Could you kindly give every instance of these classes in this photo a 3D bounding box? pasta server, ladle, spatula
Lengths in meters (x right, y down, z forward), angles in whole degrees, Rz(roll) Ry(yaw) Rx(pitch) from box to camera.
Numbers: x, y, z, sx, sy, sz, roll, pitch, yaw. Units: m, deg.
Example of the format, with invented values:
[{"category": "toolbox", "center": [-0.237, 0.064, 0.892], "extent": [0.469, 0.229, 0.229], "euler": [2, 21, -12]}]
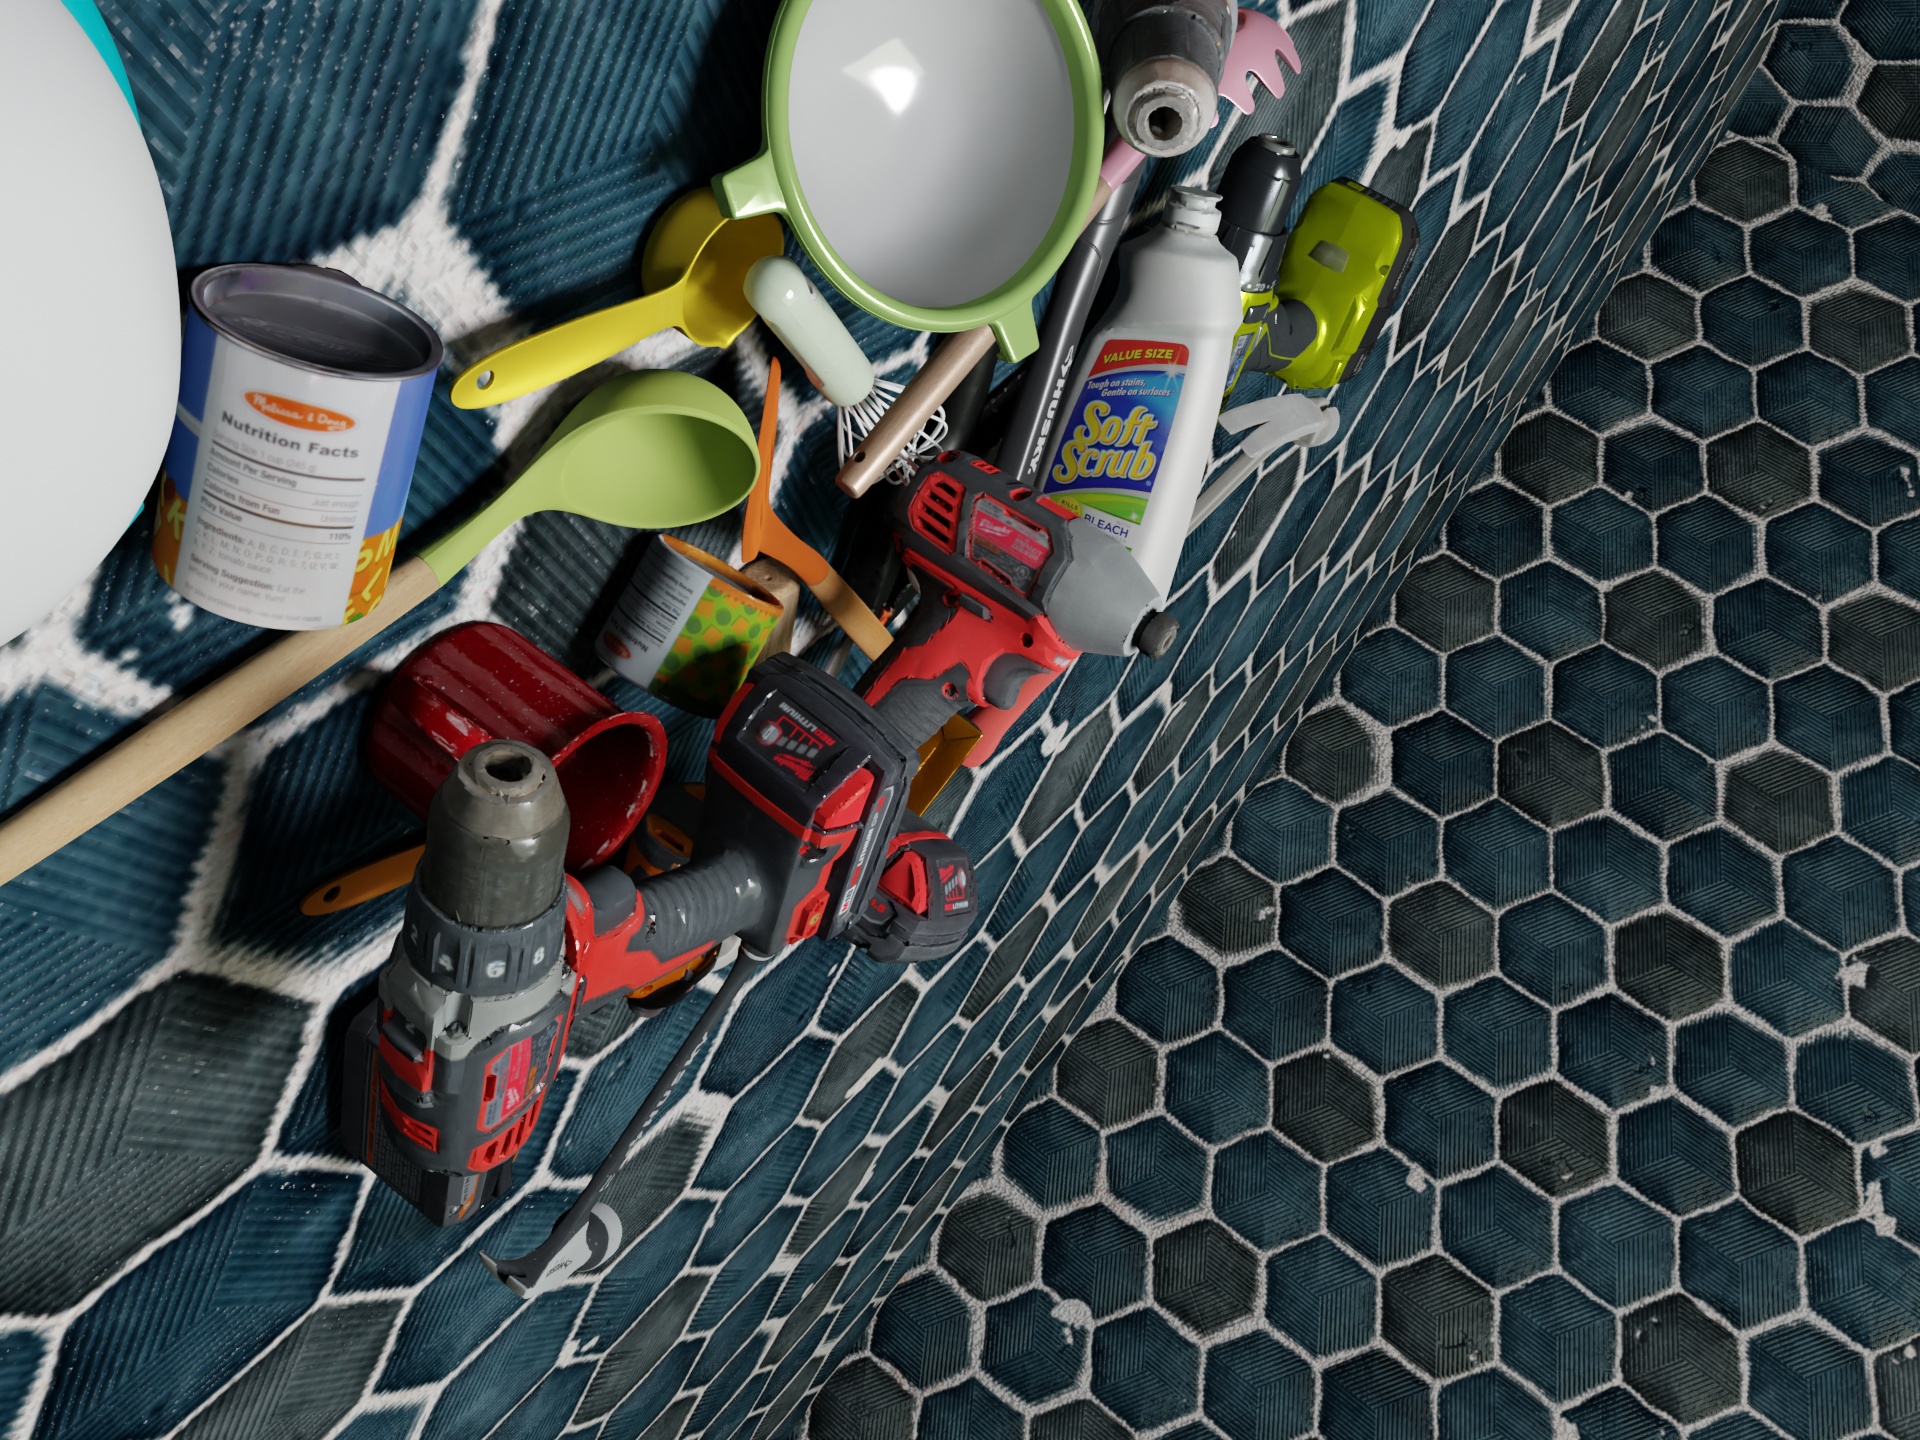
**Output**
[{"category": "pasta server", "center": [0.049, -0.216, 0.714], "extent": [0.316, 0.060, 0.040], "euler": [-52, 142, -13]}, {"category": "ladle", "center": [-0.198, -0.029, 0.548], "extent": [0.320, 0.062, 0.078], "euler": [-42, 170, -29]}, {"category": "spatula", "center": [-0.056, -0.064, 0.790], "extent": [0.322, 0.041, 0.081], "euler": [50, 44, -65]}]

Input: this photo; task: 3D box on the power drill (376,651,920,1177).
[{"category": "power drill", "center": [-0.117, 0.053, 0.600], "extent": [0.227, 0.080, 0.187], "euler": [-32, 151, -46]}]

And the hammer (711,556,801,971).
[{"category": "hammer", "center": [-0.120, 0.036, 0.904], "extent": [0.130, 0.031, 0.331], "euler": [-43, 158, -36]}]

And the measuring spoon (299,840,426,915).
[{"category": "measuring spoon", "center": [-0.234, 0.057, 0.684], "extent": [0.117, 0.011, 0.021], "euler": [-26, 146, -50]}]

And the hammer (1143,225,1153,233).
[{"category": "hammer", "center": [0.032, -0.127, 0.995], "extent": [0.386, 0.038, 0.143], "euler": [-54, 161, -6]}]

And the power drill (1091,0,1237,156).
[{"category": "power drill", "center": [0.099, -0.346, 0.609], "extent": [0.226, 0.084, 0.186], "euler": [105, -6, -48]}]

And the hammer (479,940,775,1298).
[{"category": "hammer", "center": [-0.120, 0.134, 0.851], "extent": [0.409, 0.036, 0.149], "euler": [-57, 171, 0]}]

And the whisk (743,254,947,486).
[{"category": "whisk", "center": [-0.049, -0.146, 0.694], "extent": [0.059, 0.058, 0.246], "euler": [-33, 169, 5]}]

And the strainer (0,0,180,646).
[{"category": "strainer", "center": [-0.214, -0.119, 0.275], "extent": [0.211, 0.095, 0.340], "euler": [-34, 154, -49]}]

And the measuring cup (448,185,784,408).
[{"category": "measuring cup", "center": [-0.125, -0.149, 0.568], "extent": [0.156, 0.029, 0.062], "euler": [-38, 155, -38]}]

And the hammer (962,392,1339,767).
[{"category": "hammer", "center": [0.098, -0.081, 1.057], "extent": [0.359, 0.037, 0.149], "euler": [-45, 168, 34]}]

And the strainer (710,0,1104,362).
[{"category": "strainer", "center": [-0.006, -0.276, 0.602], "extent": [0.151, 0.069, 0.256], "euler": [17, 92, -39]}]

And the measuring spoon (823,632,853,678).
[{"category": "measuring spoon", "center": [-0.060, -0.036, 0.895], "extent": [0.034, 0.018, 0.124], "euler": [96, 16, -54]}]

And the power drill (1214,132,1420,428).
[{"category": "power drill", "center": [0.195, -0.270, 0.984], "extent": [0.228, 0.080, 0.190], "euler": [-27, 147, -47]}]

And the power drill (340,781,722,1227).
[{"category": "power drill", "center": [-0.201, 0.146, 0.811], "extent": [0.226, 0.084, 0.164], "euler": [-42, 160, -46]}]

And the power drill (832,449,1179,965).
[{"category": "power drill", "center": [-0.001, -0.002, 0.747], "extent": [0.219, 0.143, 0.078], "euler": [-61, 160, 9]}]

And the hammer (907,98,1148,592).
[{"category": "hammer", "center": [0.061, -0.222, 0.819], "extent": [0.146, 0.035, 0.334], "euler": [-18, 129, -66]}]
